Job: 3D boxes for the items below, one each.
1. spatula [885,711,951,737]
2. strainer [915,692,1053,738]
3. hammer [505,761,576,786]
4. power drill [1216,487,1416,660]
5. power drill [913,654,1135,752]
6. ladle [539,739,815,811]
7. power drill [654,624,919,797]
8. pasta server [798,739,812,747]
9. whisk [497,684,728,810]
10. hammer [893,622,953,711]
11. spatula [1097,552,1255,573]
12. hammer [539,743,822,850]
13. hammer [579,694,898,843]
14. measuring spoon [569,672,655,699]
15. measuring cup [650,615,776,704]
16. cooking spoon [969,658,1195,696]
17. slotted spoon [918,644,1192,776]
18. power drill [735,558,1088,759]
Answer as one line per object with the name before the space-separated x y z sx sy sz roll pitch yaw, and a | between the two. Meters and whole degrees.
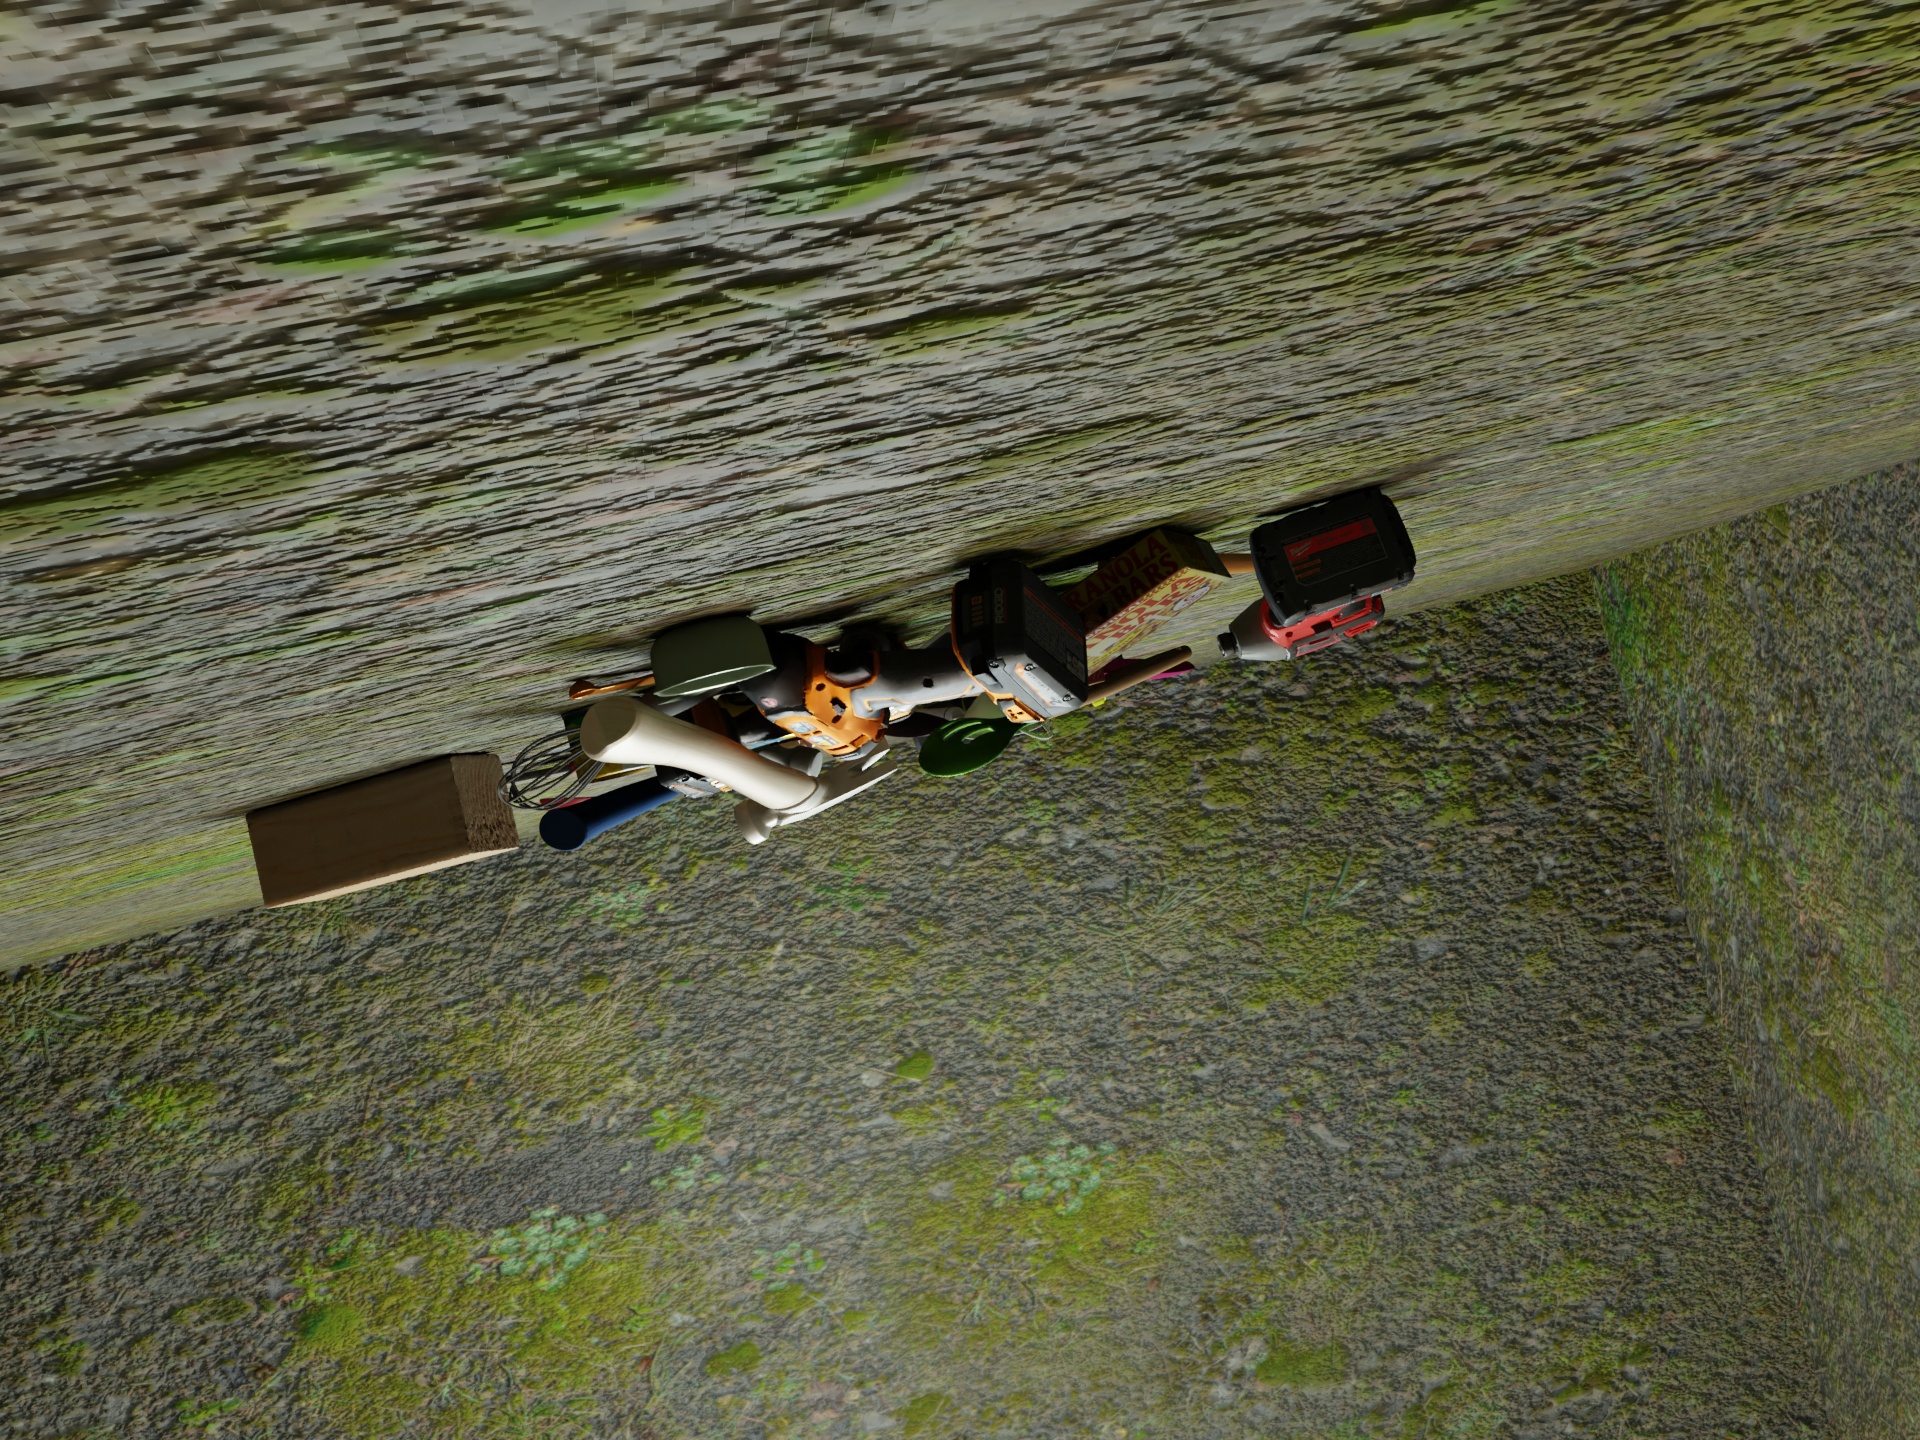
spatula | -0.082 -0.009 1.524 0.059 0.018 0.316 -15 -168 -19
strainer | -0.002 -0.005 1.462 0.087 0.050 0.258 -20 -171 -33
hammer | -0.360 0.040 1.644 0.359 0.037 0.149 -12 176 -37
power drill | 0.284 -0.103 1.295 0.143 0.079 0.219 -19 167 1
power drill | 0.058 -0.030 1.635 0.223 0.080 0.171 -22 -174 4
ladle | -0.293 0.058 1.711 0.315 0.031 0.069 -15 176 -8
power drill | -0.142 -0.014 1.294 0.226 0.084 0.185 -19 170 0
pasta server | -0.040 -0.043 1.658 0.316 0.040 0.060 -18 -143 19
whisk | -0.247 0.006 1.176 0.239 0.055 0.055 -29 173 19
hammer | 0.076 -0.080 1.311 0.128 0.033 0.331 -40 167 35
spatula | 0.225 -0.139 1.315 0.322 0.041 0.081 -7 172 -42
hammer | -0.263 0.056 1.443 0.144 0.035 0.405 13 -168 14
hammer | -0.163 0.028 1.185 0.146 0.038 0.410 -27 166 7
measuring spoon | -0.237 -0.032 1.155 0.021 0.011 0.117 -27 174 40
measuring cup | -0.179 -0.037 1.056 0.083 0.038 0.167 -13 179 -25
cooking spoon | 0.065 -0.037 1.512 0.319 0.017 0.069 -5 -165 -6
slotted spoon | 0.091 -0.018 1.373 0.313 0.031 0.070 -22 -148 -36
power drill | -0.043 -0.040 1.102 0.226 0.084 0.164 -13 155 26
